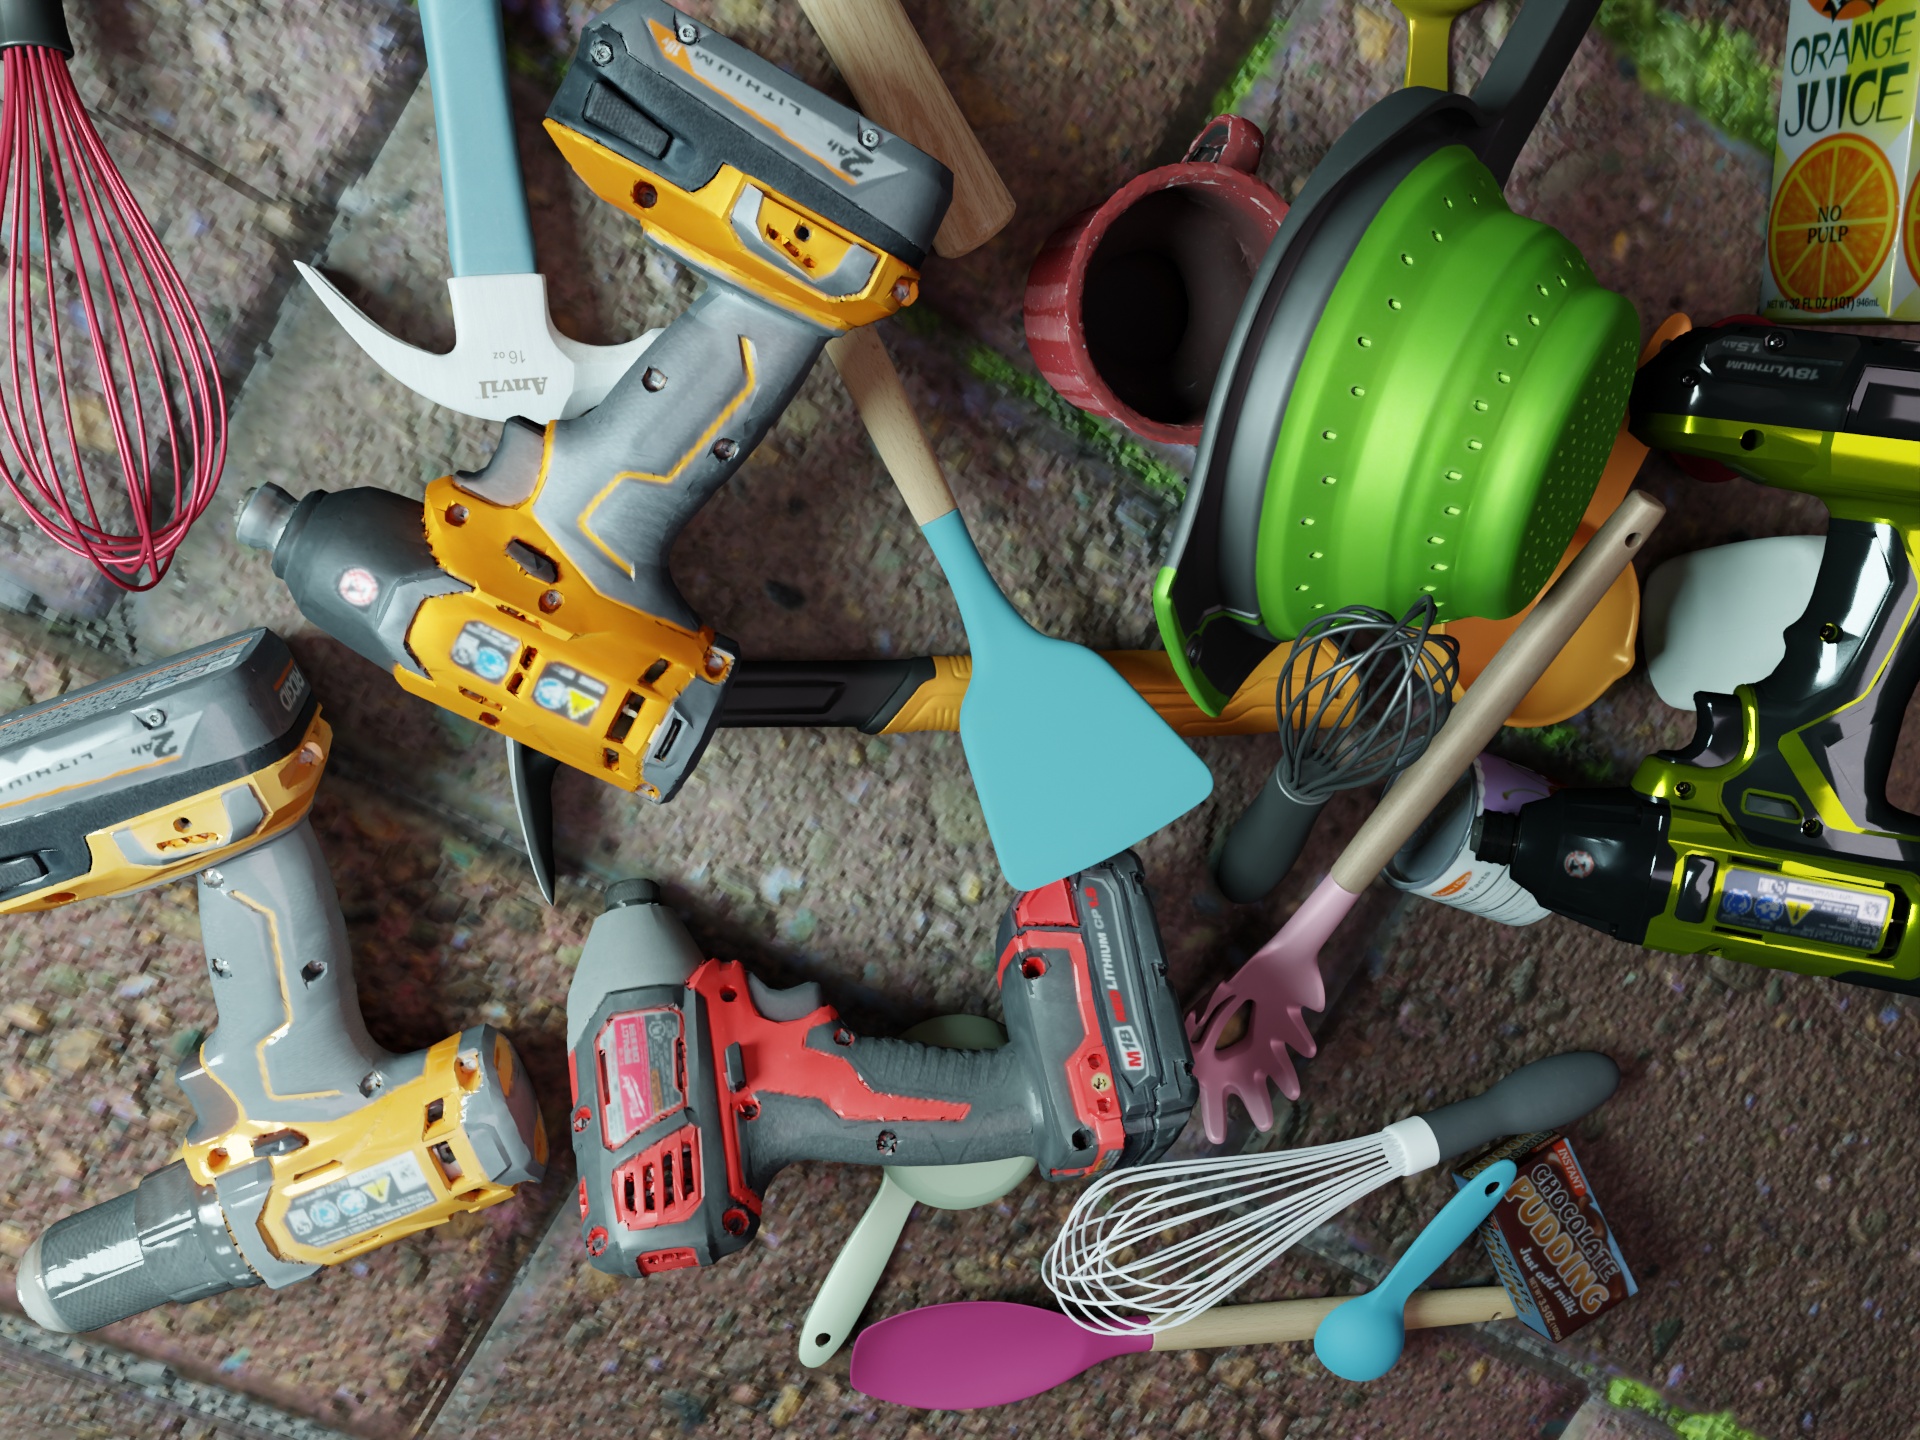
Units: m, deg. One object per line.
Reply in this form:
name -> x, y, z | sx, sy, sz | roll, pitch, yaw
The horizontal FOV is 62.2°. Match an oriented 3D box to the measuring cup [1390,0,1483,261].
measuring cup -> 0.183, -0.246, 0.604 | 0.062, 0.029, 0.156 | -2, 102, -13

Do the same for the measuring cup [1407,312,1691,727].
measuring cup -> 0.240, -0.083, 0.646 | 0.095, 0.052, 0.173 | 23, 95, -17

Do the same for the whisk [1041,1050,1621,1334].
whisk -> 0.168, 0.196, 0.693 | 0.284, 0.070, 0.070 | -16, 106, -15

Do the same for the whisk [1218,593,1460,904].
whisk -> 0.123, 0.023, 0.566 | 0.055, 0.238, 0.055 | 1, 65, -2

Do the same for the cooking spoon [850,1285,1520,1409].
cooking spoon -> 0.108, 0.272, 0.712 | 0.318, 0.017, 0.068 | 1, 119, -14

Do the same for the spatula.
spatula -> -0.017, -0.096, 0.561 | 0.082, 0.044, 0.317 | -27, 98, -1

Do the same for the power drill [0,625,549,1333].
power drill -> -0.270, 0.102, 0.553 | 0.185, 0.084, 0.226 | -21, 111, -7

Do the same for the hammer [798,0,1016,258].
hammer -> -0.074, -0.304, 0.515 | 0.130, 0.031, 0.331 | -44, 116, -23

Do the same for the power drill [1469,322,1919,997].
power drill -> 0.288, -0.023, 0.573 | 0.171, 0.080, 0.223 | 10, 101, 14

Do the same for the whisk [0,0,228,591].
whisk -> -0.284, -0.187, 0.494 | 0.073, 0.073, 0.295 | -8, 100, -12

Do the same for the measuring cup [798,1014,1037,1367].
measuring cup -> -0.021, 0.202, 0.654 | 0.083, 0.038, 0.167 | 27, 93, -18

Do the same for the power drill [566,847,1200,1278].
power drill -> -0.035, 0.115, 0.593 | 0.219, 0.078, 0.143 | -8, 64, -10

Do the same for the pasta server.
pasta server -> 0.165, 0.048, 0.609 | 0.060, 0.040, 0.316 | 19, 122, -18

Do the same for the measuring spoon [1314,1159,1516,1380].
measuring spoon -> 0.206, 0.246, 0.701 | 0.042, 0.021, 0.128 | 29, 105, -24

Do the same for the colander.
colander -> 0.205, -0.169, 0.554 | 0.397, 0.094, 0.204 | -60, 153, -10

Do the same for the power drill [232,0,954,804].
power drill -> -0.117, -0.103, 0.505 | 0.164, 0.084, 0.226 | 26, 101, -14

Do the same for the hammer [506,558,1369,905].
hammer -> -0.001, -0.002, 0.615 | 0.336, 0.034, 0.127 | -2, 102, -13

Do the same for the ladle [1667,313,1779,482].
ladle -> 0.431, -0.128, 0.694 | 0.315, 0.031, 0.069 | 3, 108, -16

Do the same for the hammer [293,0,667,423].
hammer -> -0.165, -0.263, 0.516 | 0.128, 0.033, 0.331 | -7, 104, -13
